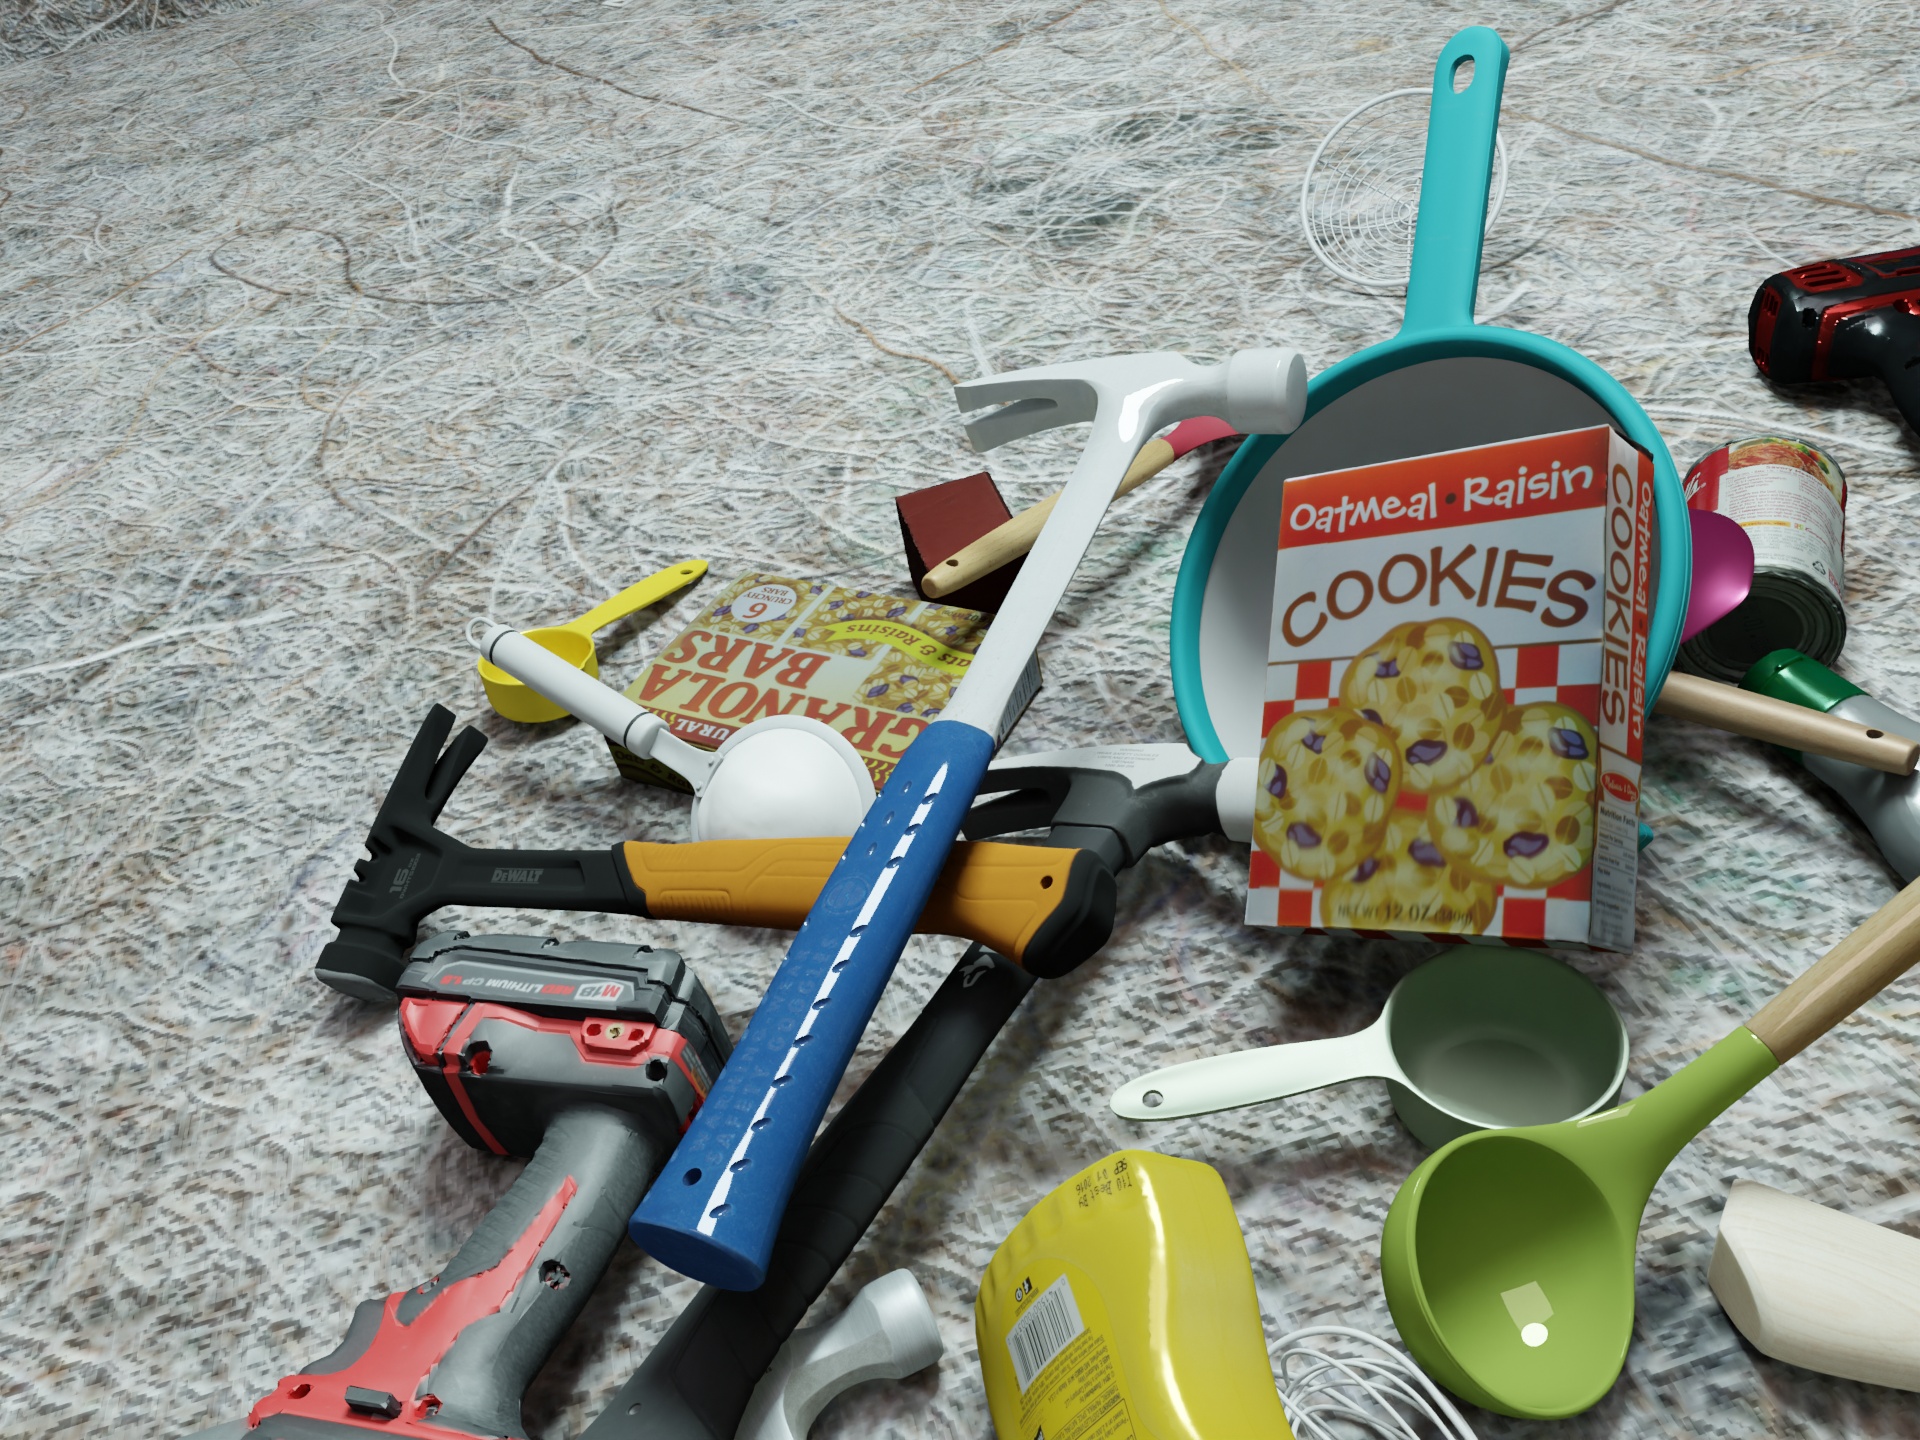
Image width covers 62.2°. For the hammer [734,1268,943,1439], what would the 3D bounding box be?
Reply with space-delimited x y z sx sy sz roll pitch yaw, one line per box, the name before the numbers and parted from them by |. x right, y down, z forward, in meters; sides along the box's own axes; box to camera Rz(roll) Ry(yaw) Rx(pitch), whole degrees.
hammer | -0.010 0.287 0.368 0.128 0.033 0.331 -21 40 -13

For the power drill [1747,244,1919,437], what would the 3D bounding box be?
power drill | 0.511 -0.168 0.754 0.188 0.080 0.227 -9 36 3

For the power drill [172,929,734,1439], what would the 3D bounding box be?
power drill | -0.165 0.177 0.510 0.143 0.078 0.220 1 44 16

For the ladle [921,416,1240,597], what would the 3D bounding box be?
ladle | 0.085 -0.125 0.792 0.069 0.031 0.315 30 43 27

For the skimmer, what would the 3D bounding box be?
skimmer | 0.259 -0.247 0.887 0.127 0.090 0.364 -21 33 23

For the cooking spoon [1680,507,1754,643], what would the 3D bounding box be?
cooking spoon | 0.289 -0.116 0.749 0.068 0.017 0.319 -39 22 21

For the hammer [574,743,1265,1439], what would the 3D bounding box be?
hammer | -0.015 0.114 0.536 0.146 0.035 0.335 1 36 38

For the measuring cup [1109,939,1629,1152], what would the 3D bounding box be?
measuring cup | 0.134 0.123 0.528 0.167 0.038 0.083 -11 39 4

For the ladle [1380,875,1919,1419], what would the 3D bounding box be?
ladle | 0.251 0.077 0.446 0.320 0.062 0.078 -40 85 3

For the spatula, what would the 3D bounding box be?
spatula | 0.234 -0.028 0.673 0.060 0.018 0.316 -39 38 -25

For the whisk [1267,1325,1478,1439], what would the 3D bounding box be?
whisk | 0.161 0.241 0.378 0.247 0.057 0.059 38 94 40

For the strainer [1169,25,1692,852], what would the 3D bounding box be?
strainer | 0.203 -0.101 0.635 0.211 0.095 0.340 0 77 45

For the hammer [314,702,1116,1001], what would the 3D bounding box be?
hammer | -0.099 0.054 0.597 0.337 0.034 0.127 -1 60 29

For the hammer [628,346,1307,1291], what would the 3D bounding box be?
hammer | -0.001 -0.002 0.546 0.144 0.035 0.406 5 48 28

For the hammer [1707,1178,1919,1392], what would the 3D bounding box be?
hammer | 0.404 0.191 0.379 0.411 0.038 0.146 15 45 30

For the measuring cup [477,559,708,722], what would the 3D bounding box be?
measuring cup | -0.181 -0.043 0.823 0.062 0.029 0.156 15 34 29

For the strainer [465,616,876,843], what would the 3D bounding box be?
strainer | -0.130 0.011 0.681 0.259 0.050 0.087 28 94 28
